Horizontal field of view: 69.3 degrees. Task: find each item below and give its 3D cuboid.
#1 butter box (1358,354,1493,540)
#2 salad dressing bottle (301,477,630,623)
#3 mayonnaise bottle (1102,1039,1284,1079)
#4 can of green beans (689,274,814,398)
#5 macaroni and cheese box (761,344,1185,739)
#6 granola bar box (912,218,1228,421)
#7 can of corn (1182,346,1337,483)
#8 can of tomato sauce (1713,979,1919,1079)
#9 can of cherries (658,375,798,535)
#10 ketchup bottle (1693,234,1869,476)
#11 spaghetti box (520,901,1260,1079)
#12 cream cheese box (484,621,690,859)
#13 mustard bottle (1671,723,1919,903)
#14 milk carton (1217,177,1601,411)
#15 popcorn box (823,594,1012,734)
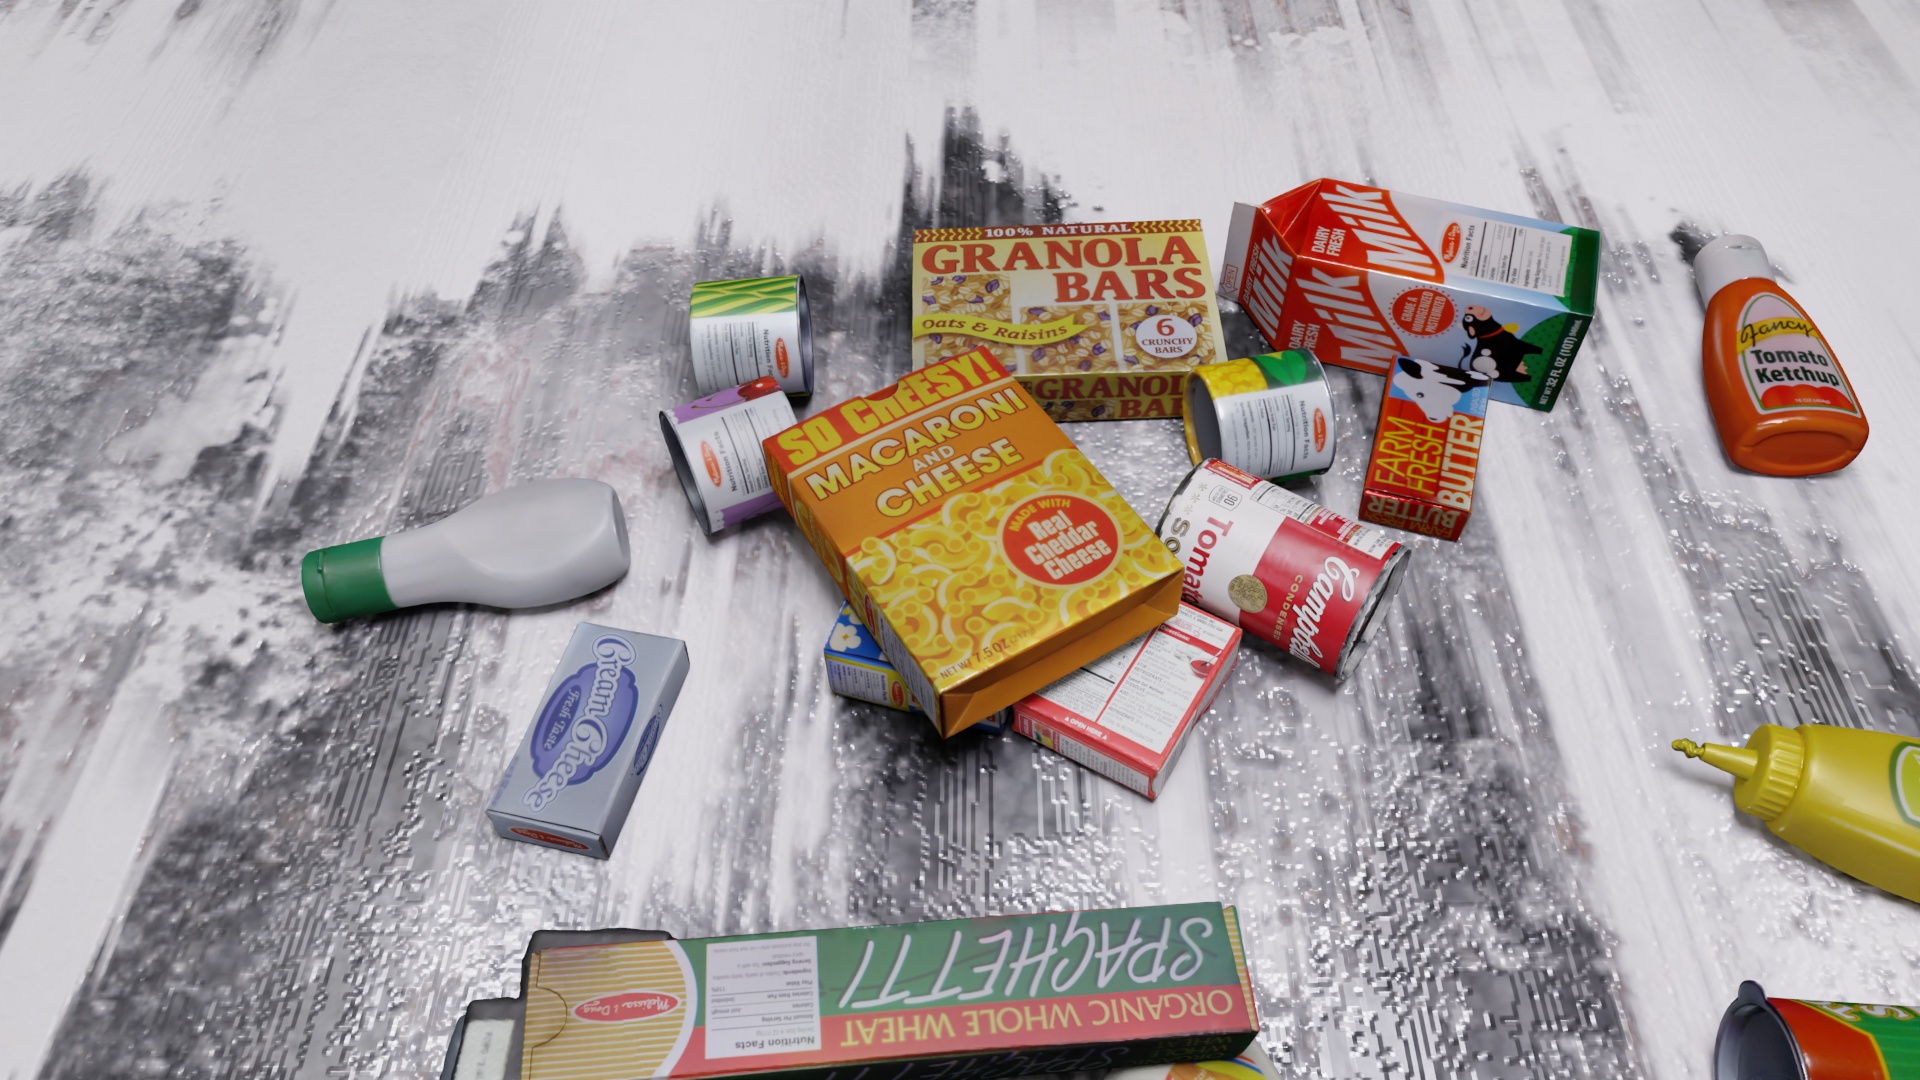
[{"bbox_3d":[0.240,-0.050,0.717,0.053,0.024,0.104,15,53,13],"label":"butter box"},{"bbox_3d":[-0.239,0.008,0.676,0.148,0.043,0.064,-11,54,-6],"label":"salad dressing bottle"},{"bbox_3d":[0.118,0.231,0.485,0.065,0.041,0.148,-37,58,-26],"label":"mayonnaise bottle"},{"bbox_3d":[-0.112,-0.109,0.750,0.058,0.071,0.071,-4,51,0],"label":"can of green beans"},{"bbox_3d":[0.002,-0.008,0.631,0.124,0.040,0.167,-26,55,-18],"label":"macaroni and cheese box"},{"bbox_3d":[0.057,-0.123,0.772,0.166,0.038,0.125,-2,52,1],"label":"granola bar box"},{"bbox_3d":[0.149,-0.061,0.704,0.058,0.070,0.071,-11,52,-6],"label":"can of corn"},{"bbox_3d":[0.324,0.196,0.491,0.083,0.070,0.071,3,52,3],"label":"can of tomato sauce"},{"bbox_3d":[-0.113,-0.044,0.700,0.058,0.071,0.072,-22,54,-15],"label":"can of cherries"},{"bbox_3d":[0.427,-0.102,0.741,0.065,0.043,0.149,3,51,5],"label":"ketchup bottle"},{"bbox_3d":[-0.022,0.163,0.487,0.250,0.028,0.050,-2,50,-7],"label":"spaghetti box"},{"bbox_3d":[-0.164,0.087,0.621,0.053,0.024,0.104,10,52,9],"label":"cream cheese box"},{"bbox_3d":[0.377,0.110,0.569,0.160,0.048,0.066,17,52,15],"label":"mustard bottle"},{"bbox_3d":[0.238,-0.140,0.759,0.191,0.072,0.074,15,53,12],"label":"milk carton"},{"bbox_3d":[-0.003,0.022,0.659,0.085,0.038,0.127,12,53,13],"label":"popcorn box"}]
